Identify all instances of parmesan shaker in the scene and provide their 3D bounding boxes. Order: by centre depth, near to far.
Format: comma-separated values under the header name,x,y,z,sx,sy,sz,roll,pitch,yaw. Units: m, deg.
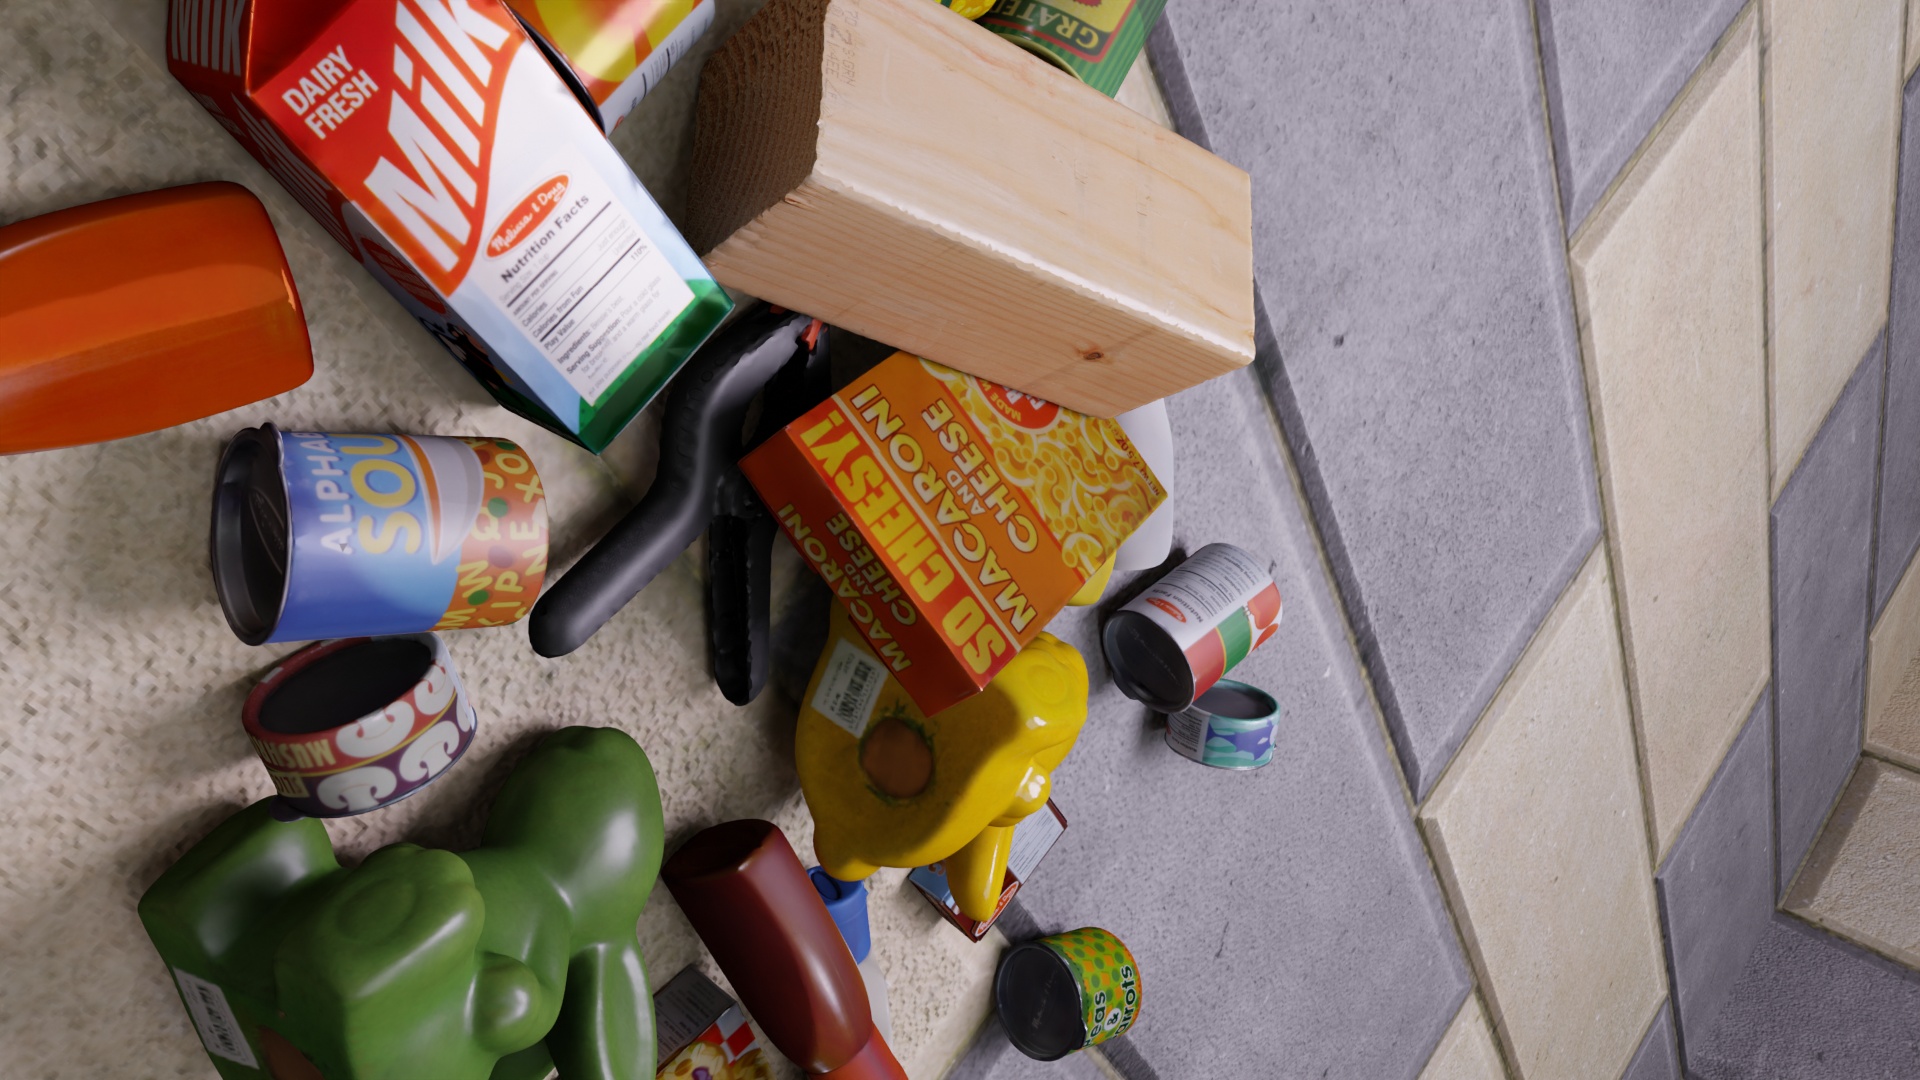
name,x,y,z,sx,sy,sz,roll,pitch,yaw
parmesan shaker,0.043,-0.220,0.577,0.071,0.071,0.103,50,59,-44

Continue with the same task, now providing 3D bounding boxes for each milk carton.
name,x,y,z,sx,sy,sz,roll,pitch,yaw
milk carton,-0.160,-0.119,0.421,0.073,0.072,0.190,-51,136,-15

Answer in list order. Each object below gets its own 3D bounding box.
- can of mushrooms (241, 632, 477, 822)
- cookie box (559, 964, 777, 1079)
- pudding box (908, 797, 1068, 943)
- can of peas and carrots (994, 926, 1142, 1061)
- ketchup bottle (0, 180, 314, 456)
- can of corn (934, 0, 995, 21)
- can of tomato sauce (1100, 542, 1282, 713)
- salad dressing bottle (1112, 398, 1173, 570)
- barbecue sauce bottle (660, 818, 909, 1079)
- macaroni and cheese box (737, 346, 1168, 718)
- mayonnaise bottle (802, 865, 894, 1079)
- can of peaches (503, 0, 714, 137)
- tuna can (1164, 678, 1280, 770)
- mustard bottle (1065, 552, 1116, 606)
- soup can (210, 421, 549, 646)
name,x,y,z,sx,sy,sz,roll,pitch,yaw
can of mushrooms,-0.200,0.059,0.460,0.071,0.071,0.033,-31,126,-32
cookie box,-0.156,0.293,0.622,0.168,0.040,0.122,-38,130,-29
pudding box,0.016,0.167,0.747,0.084,0.030,0.049,-50,136,-18
can of peas and carrots,0.065,0.263,0.806,0.059,0.071,0.070,3,105,-46
ketchup bottle,-0.258,-0.051,0.372,0.149,0.043,0.064,-26,123,-35
can of corn,-0.022,-0.221,0.517,0.058,0.071,0.070,-28,125,-35
can of tomato sauce,0.131,0.050,0.787,0.083,0.071,0.071,-33,127,-32
salad dressing bottle,0.082,-0.061,0.699,0.044,0.064,0.147,-5,104,-21
barbecue sauce bottle,-0.072,0.194,0.613,0.044,0.064,0.148,-43,112,-45
macaroni and cheese box,0.004,-0.024,0.574,0.123,0.040,0.167,54,44,-5
mayonnaise bottle,-0.059,0.230,0.679,0.041,0.065,0.147,-15,113,-26
can of peaches,-0.123,-0.171,0.441,0.058,0.071,0.071,-52,135,-15
tuna can,0.161,0.110,0.839,0.071,0.071,0.032,-10,113,-42
mustard bottle,0.002,-0.008,0.640,0.160,0.065,0.049,20,86,-41
soup can,-0.185,-0.004,0.447,0.084,0.071,0.071,-2,108,-45
